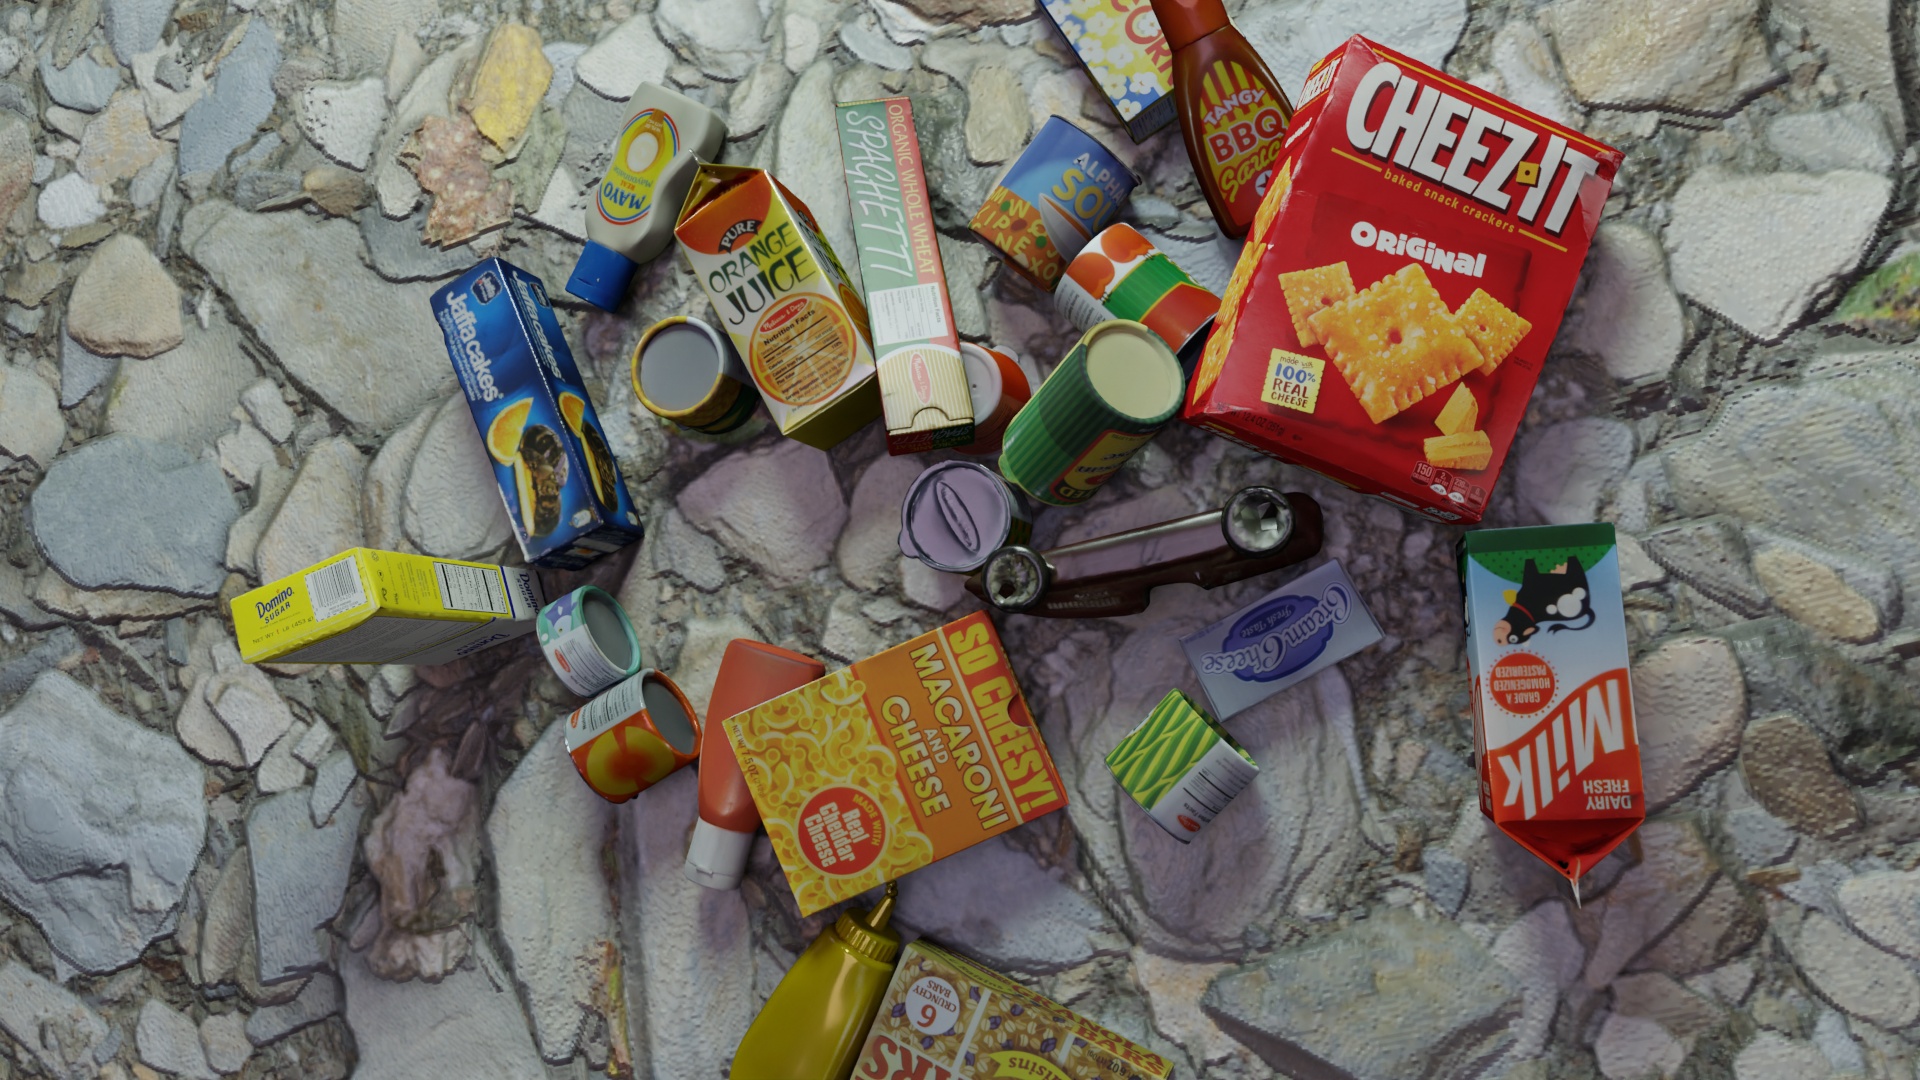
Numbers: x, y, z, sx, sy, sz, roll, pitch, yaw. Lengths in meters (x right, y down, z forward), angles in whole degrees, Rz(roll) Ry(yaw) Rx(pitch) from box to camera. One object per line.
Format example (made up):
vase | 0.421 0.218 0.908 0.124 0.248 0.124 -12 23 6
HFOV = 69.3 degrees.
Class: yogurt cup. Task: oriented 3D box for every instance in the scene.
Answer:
yogurt cup | 0.005 -0.087 0.836 0.072 0.054 0.072 -1 85 15

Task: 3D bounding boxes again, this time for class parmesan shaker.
parmesan shaker | 0.071 -0.069 0.779 0.071 0.102 0.071 9 63 -19

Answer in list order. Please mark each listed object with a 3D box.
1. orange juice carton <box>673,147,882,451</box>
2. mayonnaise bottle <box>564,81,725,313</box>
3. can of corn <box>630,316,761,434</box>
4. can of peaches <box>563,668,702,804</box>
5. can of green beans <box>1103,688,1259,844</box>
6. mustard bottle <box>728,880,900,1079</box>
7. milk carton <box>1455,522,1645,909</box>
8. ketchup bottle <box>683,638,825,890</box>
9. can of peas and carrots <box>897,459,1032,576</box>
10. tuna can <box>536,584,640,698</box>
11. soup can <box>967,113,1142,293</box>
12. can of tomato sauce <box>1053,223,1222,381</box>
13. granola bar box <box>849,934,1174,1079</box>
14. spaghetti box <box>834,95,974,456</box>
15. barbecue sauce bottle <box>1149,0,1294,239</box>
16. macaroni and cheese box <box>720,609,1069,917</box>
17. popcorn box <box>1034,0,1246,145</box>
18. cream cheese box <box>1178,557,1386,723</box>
orange juice carton | -0.113 -0.158 0.866 0.073 0.072 0.193 -32 77 10
mayonnaise bottle | -0.213 -0.224 0.916 0.065 0.041 0.148 26 91 14
can of corn | -0.169 -0.103 0.883 0.071 0.058 0.071 -2 84 15
can of peaches | -0.201 0.123 0.866 0.058 0.071 0.071 -32 77 10
can of green beans | 0.123 0.125 0.775 0.071 0.071 0.058 45 96 15
mustard bottle | -0.075 0.271 0.823 0.065 0.049 0.160 32 93 16
milk carton | 0.307 0.090 0.725 0.073 0.072 0.190 -5 83 15
ketchup bottle | -0.133 0.139 0.855 0.065 0.043 0.148 16 89 13
can of peas and carrots | 0.003 -0.010 0.826 0.071 0.059 0.071 -1 85 16
tuna can | -0.234 0.062 0.882 0.033 0.071 0.071 -28 78 10
soup can | 0.056 -0.198 0.826 0.071 0.071 0.083 39 96 15
can of tomato sauce | 0.107 -0.135 0.808 0.083 0.071 0.071 43 96 16
granola bar box | 0.021 0.322 0.796 0.166 0.039 0.124 23 91 17
spaghetti box | -0.035 -0.163 0.822 0.050 0.028 0.251 -8 62 -4
barbecue sauce bottle | 0.151 -0.251 0.790 0.065 0.044 0.148 -25 103 8
macaroni and cheese box | -0.037 0.128 0.809 0.166 0.040 0.123 -24 87 1
popcorn box | 0.105 -0.318 0.841 0.085 0.038 0.127 -33 77 9
cream cheese box | 0.181 0.056 0.788 0.103 0.024 0.053 -29 78 11
